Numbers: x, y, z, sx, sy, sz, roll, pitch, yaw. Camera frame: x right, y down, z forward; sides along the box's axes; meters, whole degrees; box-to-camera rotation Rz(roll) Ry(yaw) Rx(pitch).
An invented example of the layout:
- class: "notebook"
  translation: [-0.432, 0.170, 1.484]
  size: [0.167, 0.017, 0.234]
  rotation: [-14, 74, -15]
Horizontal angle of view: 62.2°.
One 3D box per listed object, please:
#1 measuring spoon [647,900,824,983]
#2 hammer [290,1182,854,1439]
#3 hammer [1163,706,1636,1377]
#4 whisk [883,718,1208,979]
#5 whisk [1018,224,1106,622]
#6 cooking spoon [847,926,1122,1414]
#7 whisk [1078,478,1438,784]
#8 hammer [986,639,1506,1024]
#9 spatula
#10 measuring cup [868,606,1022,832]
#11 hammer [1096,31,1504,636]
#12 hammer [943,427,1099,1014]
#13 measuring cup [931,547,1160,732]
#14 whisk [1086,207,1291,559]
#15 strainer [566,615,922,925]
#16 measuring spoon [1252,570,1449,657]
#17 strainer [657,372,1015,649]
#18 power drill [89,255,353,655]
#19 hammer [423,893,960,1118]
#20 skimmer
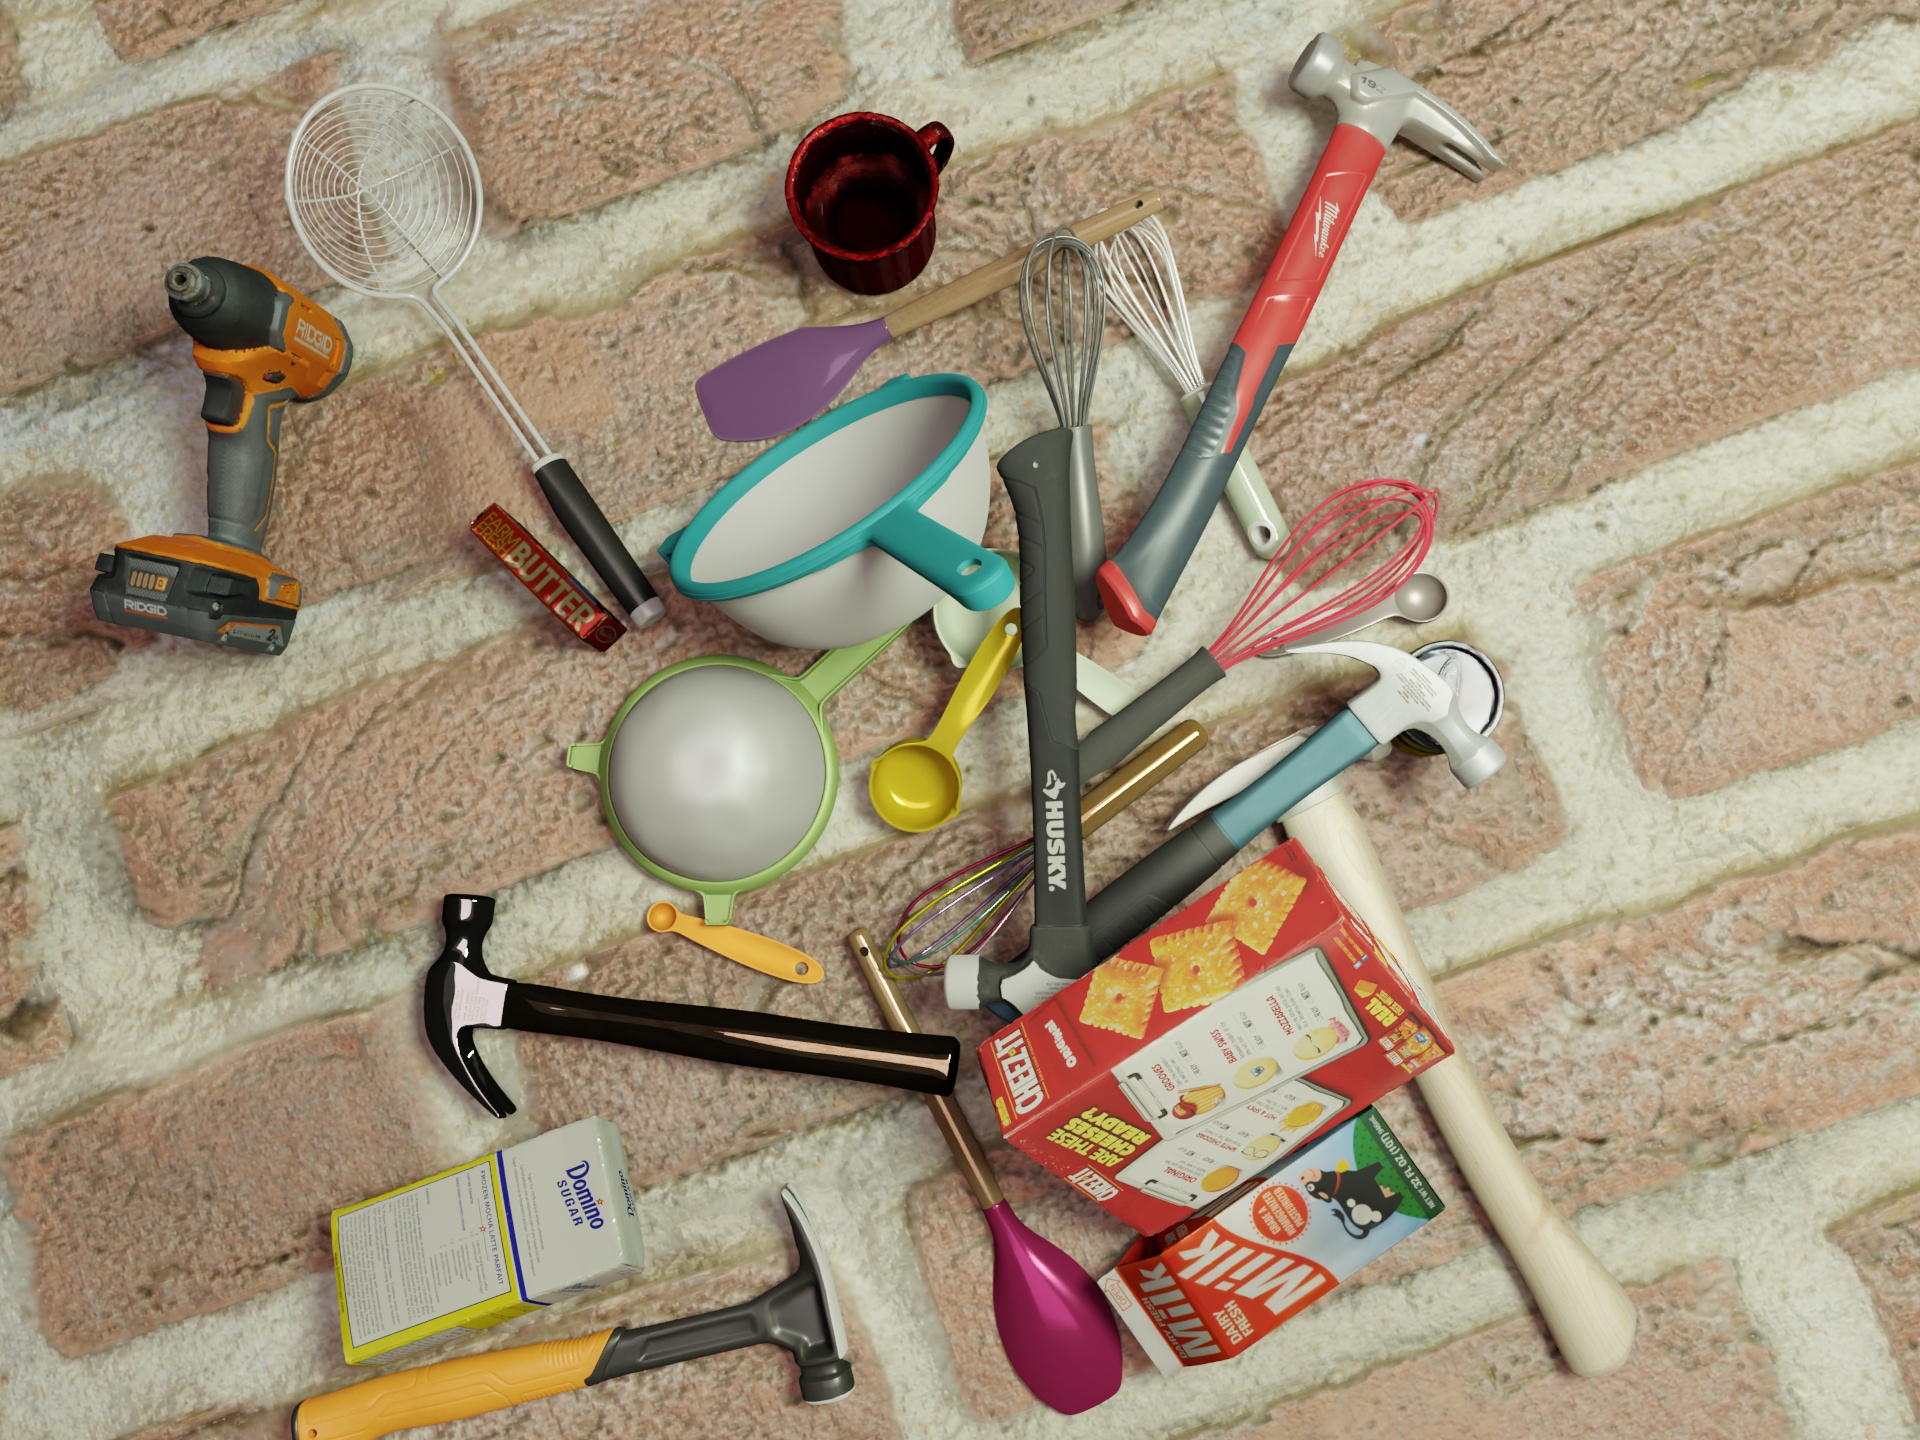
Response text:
- class: "measuring spoon"
  translation: [-0.140, 0.140, 0.991]
  size: [0.117, 0.011, 0.021]
  rotation: [20, 75, 1]
- class: "hammer"
  translation: [-0.239, 0.381, 0.960]
  size: [0.337, 0.034, 0.127]
  rotation: [-14, 85, 1]
- class: "hammer"
  translation: [0.274, 0.201, 0.954]
  size: [0.146, 0.038, 0.411]
  rotation: [-27, 85, 1]
- class: "whisk"
  translation: [0.052, 0.079, 0.977]
  size: [0.245, 0.051, 0.047]
  rotation: [-37, 105, -5]
- class: "whisk"
  translation: [0.069, -0.177, 0.968]
  size: [0.055, 0.055, 0.239]
  rotation: [-5, 103, 2]
- class: "cooking spoon"
  translation: [0.008, 0.271, 0.967]
  size: [0.069, 0.017, 0.319]
  rotation: [-28, 85, 1]
- class: "whisk"
  translation: [0.169, -0.048, 0.963]
  size: [0.296, 0.073, 0.073]
  rotation: [-38, 85, 2]
- class: "hammer"
  translation: [0.146, 0.075, 0.936]
  size: [0.331, 0.033, 0.128]
  rotation: [-39, 85, 11]
- class: "spatula"
  translation: [-0.021, -0.254, 0.992]
  size: [0.316, 0.018, 0.060]
  rotation: [-23, 86, 12]
- class: "measuring cup"
  translation: [-0.002, -0.003, 0.970]
  size: [0.062, 0.029, 0.156]
  rotation: [31, 101, -3]
- class: "hammer"
  translation: [0.196, -0.219, 0.965]
  size: [0.143, 0.038, 0.386]
  rotation: [28, 82, -11]
- class: "hammer"
  translation: [0.058, 0.000, 0.915]
  size: [0.146, 0.035, 0.335]
  rotation: [-2, 90, 10]
- class: "measuring cup"
  translation: [0.055, -0.043, 0.991]
  size: [0.167, 0.038, 0.083]
  rotation: [35, 91, -12]
- class: "whisk"
  translation: [0.145, -0.212, 0.995]
  size: [0.058, 0.059, 0.246]
  rotation: [-27, 88, 36]
- class: "strainer"
  translation: [-0.113, -0.005, 0.971]
  size: [0.256, 0.069, 0.151]
  rotation: [-42, 84, -2]
- class: "measuring spoon"
  translation: [0.243, -0.061, 0.992]
  size: [0.124, 0.018, 0.034]
  rotation: [-17, 69, 7]
- class: "strainer"
  translation: [-0.034, -0.087, 0.883]
  size: [0.211, 0.341, 0.095]
  rotation: [-37, 119, -8]
- class: "power drill"
  translation: [-0.444, -0.161, 0.954]
  size: [0.084, 0.164, 0.226]
  rotation: [11, 87, 3]
- class: "hammer"
  translation: [-0.166, 0.191, 0.966]
  size: [0.331, 0.031, 0.130]
  rotation: [7, 86, 7]
- class: "skimmer"
  translation: [-0.285, -0.222, 0.989]
  size: [0.127, 0.090, 0.363]
  rotation: [-33, 86, -32]
